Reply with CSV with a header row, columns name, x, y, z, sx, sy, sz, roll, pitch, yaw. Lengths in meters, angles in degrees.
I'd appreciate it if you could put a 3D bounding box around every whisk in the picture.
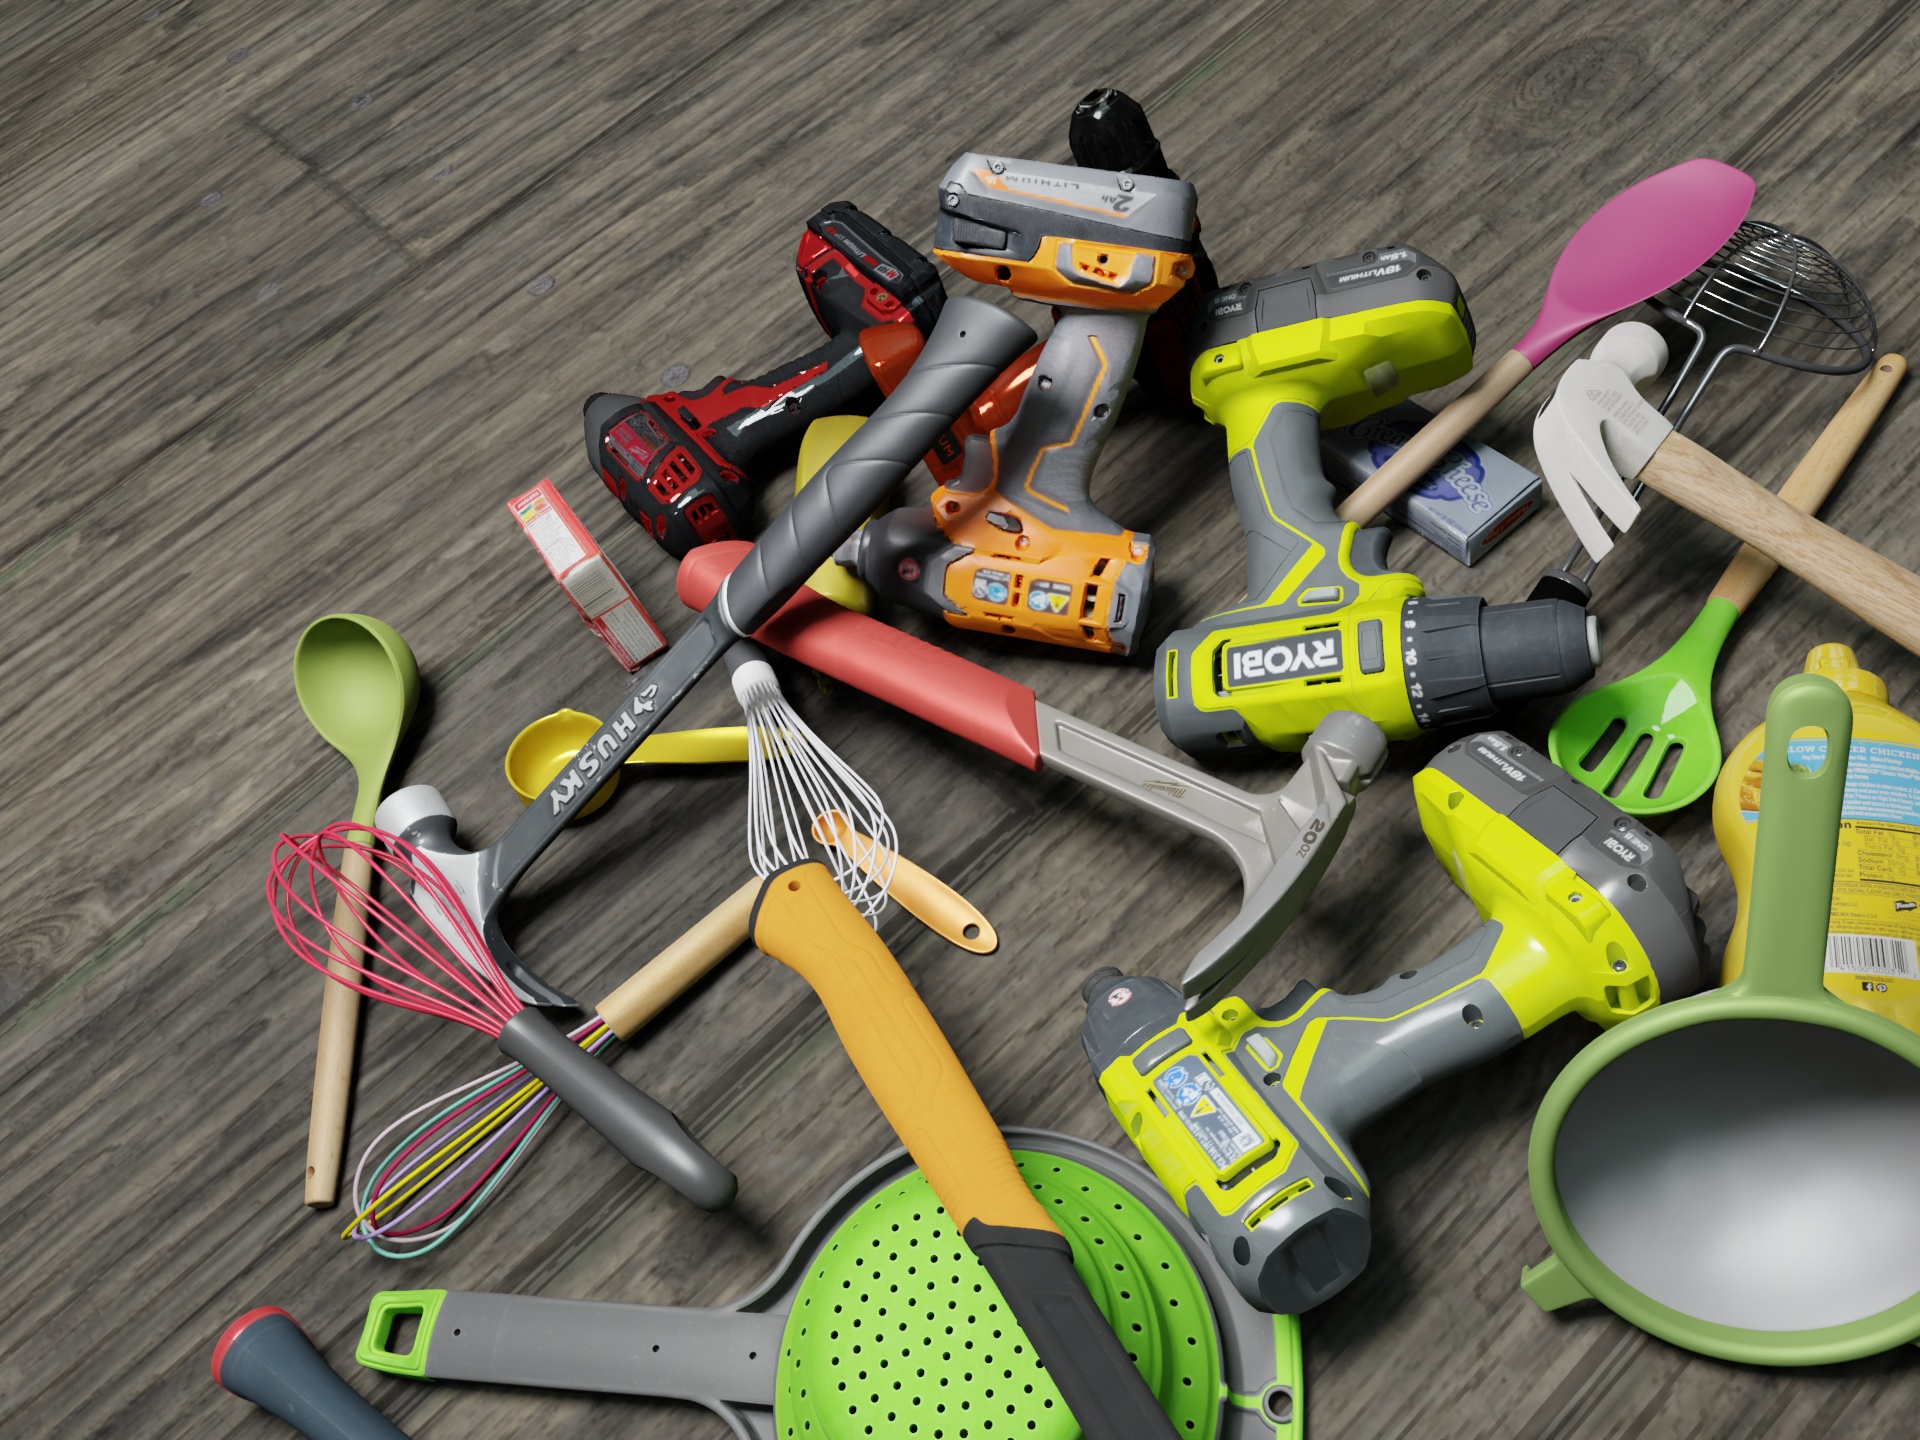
name,x,y,z,sx,sy,sz,roll,pitch,yaw
whisk,-0.179,0.155,0.732,0.245,0.047,0.051,-39,55,-16
whisk,-0.208,0.126,0.702,0.296,0.073,0.073,30,69,26
whisk,-0.095,0.003,0.792,0.070,0.070,0.285,-26,44,-3

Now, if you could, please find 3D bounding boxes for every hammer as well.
name,x,y,z,sx,sy,sz,roll,pitch,yaw
hammer,-0.156,0.313,0.572,0.386,0.143,0.038,20,61,31
hammer,0.388,-0.048,0.660,0.331,0.031,0.130,37,53,15
hammer,0.015,0.162,0.563,0.127,0.034,0.337,-29,48,-12
hammer,-0.115,-0.036,0.743,0.409,0.036,0.149,-46,63,12
hammer,-0.001,-0.002,0.721,0.359,0.036,0.149,25,60,31

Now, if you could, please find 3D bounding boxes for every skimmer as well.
name,x,y,z,sx,sy,sz,roll,pitch,yaw
skimmer,0.321,-0.102,0.774,0.127,0.090,0.363,31,80,19

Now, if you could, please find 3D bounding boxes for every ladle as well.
name,x,y,z,sx,sy,sz,roll,pitch,yaw
ladle,-0.320,0.085,0.811,0.078,0.062,0.320,-26,53,28

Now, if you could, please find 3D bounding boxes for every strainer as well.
name,x,y,z,sx,sy,sz,roll,pitch,yaw
strainer,0.278,0.100,0.551,0.151,0.256,0.069,2,20,18

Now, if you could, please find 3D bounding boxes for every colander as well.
name,x,y,z,sx,sy,sz,roll,pitch,yaw
colander,-0.072,0.240,0.612,0.397,0.094,0.205,-2,57,14

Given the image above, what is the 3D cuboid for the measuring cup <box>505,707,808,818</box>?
name,x,y,z,sx,sy,sz,roll,pitch,yaw
measuring cup,-0.157,0.023,0.831,0.156,0.029,0.062,-4,52,-1

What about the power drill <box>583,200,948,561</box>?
name,x,y,z,sx,sy,sz,roll,pitch,yaw
power drill,-0.117,-0.199,0.934,0.219,0.078,0.143,-40,55,-9

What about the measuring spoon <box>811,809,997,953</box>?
name,x,y,z,sx,sy,sz,roll,pitch,yaw
measuring spoon,-0.027,0.078,0.763,0.117,0.011,0.021,33,71,27

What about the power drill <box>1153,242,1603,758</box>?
name,x,y,z,sx,sy,sz,roll,pitch,yaw
power drill,0.188,-0.098,0.739,0.190,0.080,0.229,-8,68,27

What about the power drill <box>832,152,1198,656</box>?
name,x,y,z,sx,sy,sz,roll,pitch,yaw
power drill,0.025,-0.152,0.773,0.164,0.226,0.084,9,18,6

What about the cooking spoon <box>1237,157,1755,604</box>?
name,x,y,z,sx,sy,sz,roll,pitch,yaw
cooking spoon,0.258,-0.160,0.786,0.319,0.017,0.069,-43,48,5

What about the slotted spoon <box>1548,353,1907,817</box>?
name,x,y,z,sx,sy,sz,roll,pitch,yaw
slotted spoon,0.369,-0.068,0.740,0.070,0.031,0.314,30,67,30

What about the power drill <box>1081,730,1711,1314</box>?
name,x,y,z,sx,sy,sz,roll,pitch,yaw
power drill,0.162,0.108,0.639,0.223,0.080,0.171,-33,36,-5
